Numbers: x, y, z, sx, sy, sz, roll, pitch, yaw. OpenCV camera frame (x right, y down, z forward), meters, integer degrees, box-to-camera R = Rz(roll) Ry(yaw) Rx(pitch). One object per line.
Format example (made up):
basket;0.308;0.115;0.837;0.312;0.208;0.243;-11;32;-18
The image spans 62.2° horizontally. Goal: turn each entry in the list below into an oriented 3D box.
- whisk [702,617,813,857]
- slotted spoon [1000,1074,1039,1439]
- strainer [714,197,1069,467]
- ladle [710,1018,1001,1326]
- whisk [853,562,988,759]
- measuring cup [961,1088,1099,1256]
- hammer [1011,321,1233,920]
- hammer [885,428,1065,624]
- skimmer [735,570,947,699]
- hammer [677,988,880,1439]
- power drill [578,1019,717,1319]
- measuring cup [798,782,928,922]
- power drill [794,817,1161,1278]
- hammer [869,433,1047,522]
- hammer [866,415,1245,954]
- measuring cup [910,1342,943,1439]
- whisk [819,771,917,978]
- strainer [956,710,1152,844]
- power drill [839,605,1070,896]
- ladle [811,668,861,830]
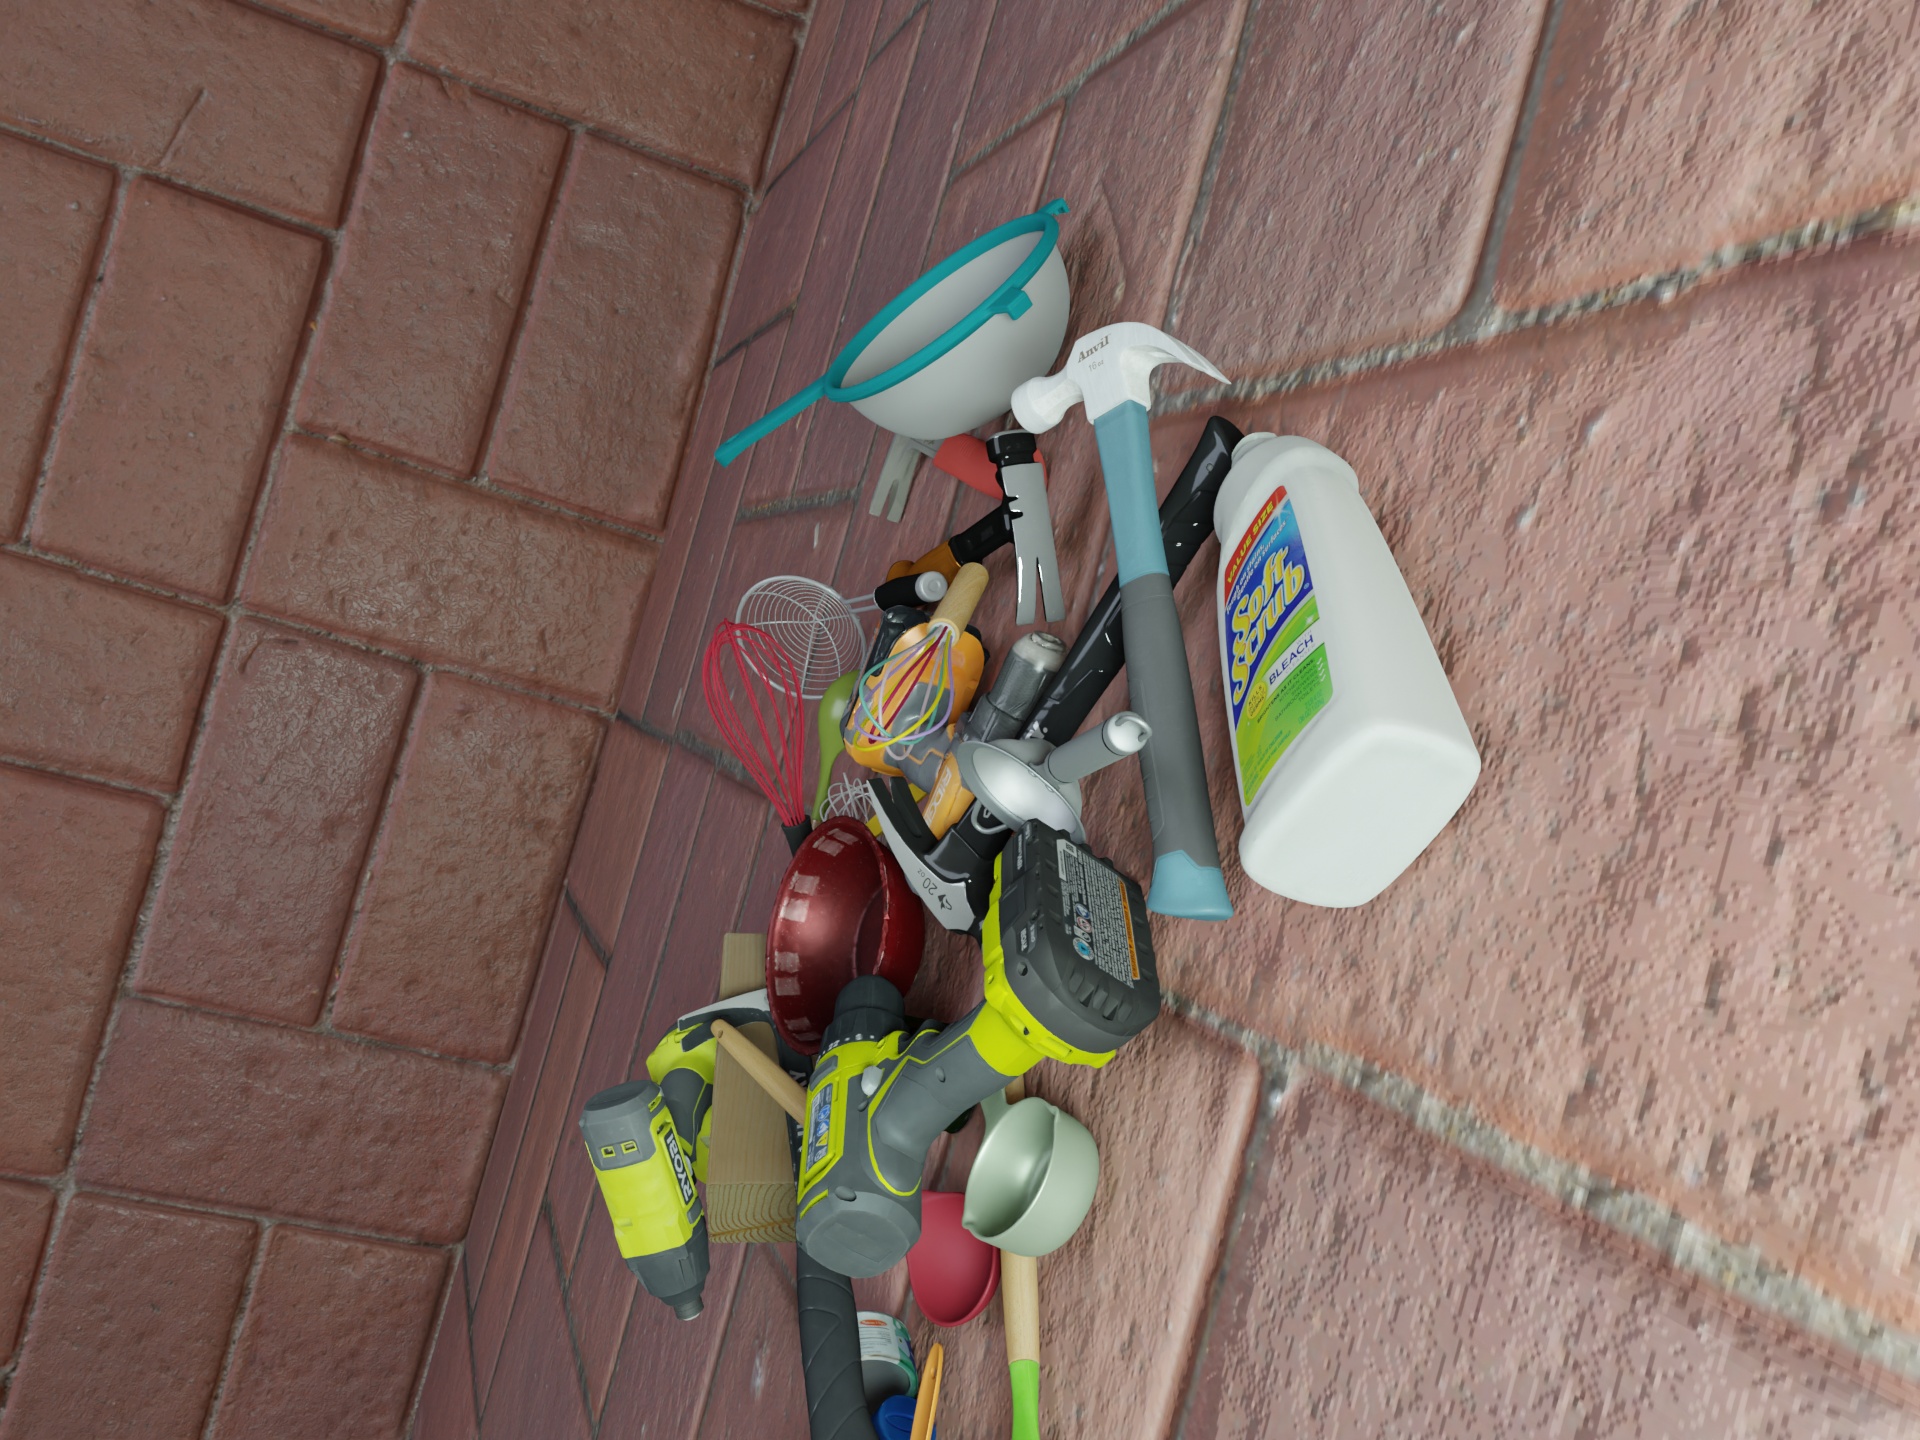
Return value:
whisk;-0.132;0.059;1.214;0.073;0.073;0.295;-142;34;-69
slotted spoon;0.030;0.305;0.815;0.070;0.031;0.314;-50;28;38
strainer;-0.043;-0.253;1.222;0.340;0.095;0.211;-26;28;30
ladle;-0.072;0.261;0.972;0.316;0.031;0.069;29;89;47
whisk;-0.020;-0.043;0.962;0.047;0.051;0.245;-52;7;29
measuring cup;0.033;0.218;0.852;0.083;0.038;0.168;-54;18;14
hammer;0.095;-0.057;0.811;0.128;0.033;0.331;-26;61;41
hammer;-0.001;-0.113;1.182;0.337;0.034;0.127;164;97;-73
skimmer;-0.099;-0.075;1.310;0.090;0.127;0.363;-45;13;-14
hammer;-0.095;0.298;0.979;0.409;0.149;0.036;-109;14;-58
power drill;-0.207;0.328;1.203;0.223;0.080;0.171;-56;-50;-78
measuring cup;-0.065;0.094;1.173;0.156;0.029;0.062;-42;36;-5
power drill;-0.003;0.161;0.850;0.228;0.080;0.191;-46;22;25
hammer;-0.004;-0.207;1.295;0.359;0.036;0.149;-132;60;-68
hammer;0.063;-0.023;0.900;0.146;0.035;0.334;45;117;27
measuring cup;-0.005;0.407;0.795;0.095;0.052;0.174;139;145;-58
whisk;-0.065;0.118;1.204;0.247;0.058;0.059;-112;7;-56
strainer;0.052;0.023;0.801;0.050;0.087;0.258;-50;3;-16
power drill;-0.002;-0.003;1.068;0.185;0.084;0.226;-67;25;18
ladle;-0.113;0.110;1.353;0.078;0.062;0.320;-141;62;-67
